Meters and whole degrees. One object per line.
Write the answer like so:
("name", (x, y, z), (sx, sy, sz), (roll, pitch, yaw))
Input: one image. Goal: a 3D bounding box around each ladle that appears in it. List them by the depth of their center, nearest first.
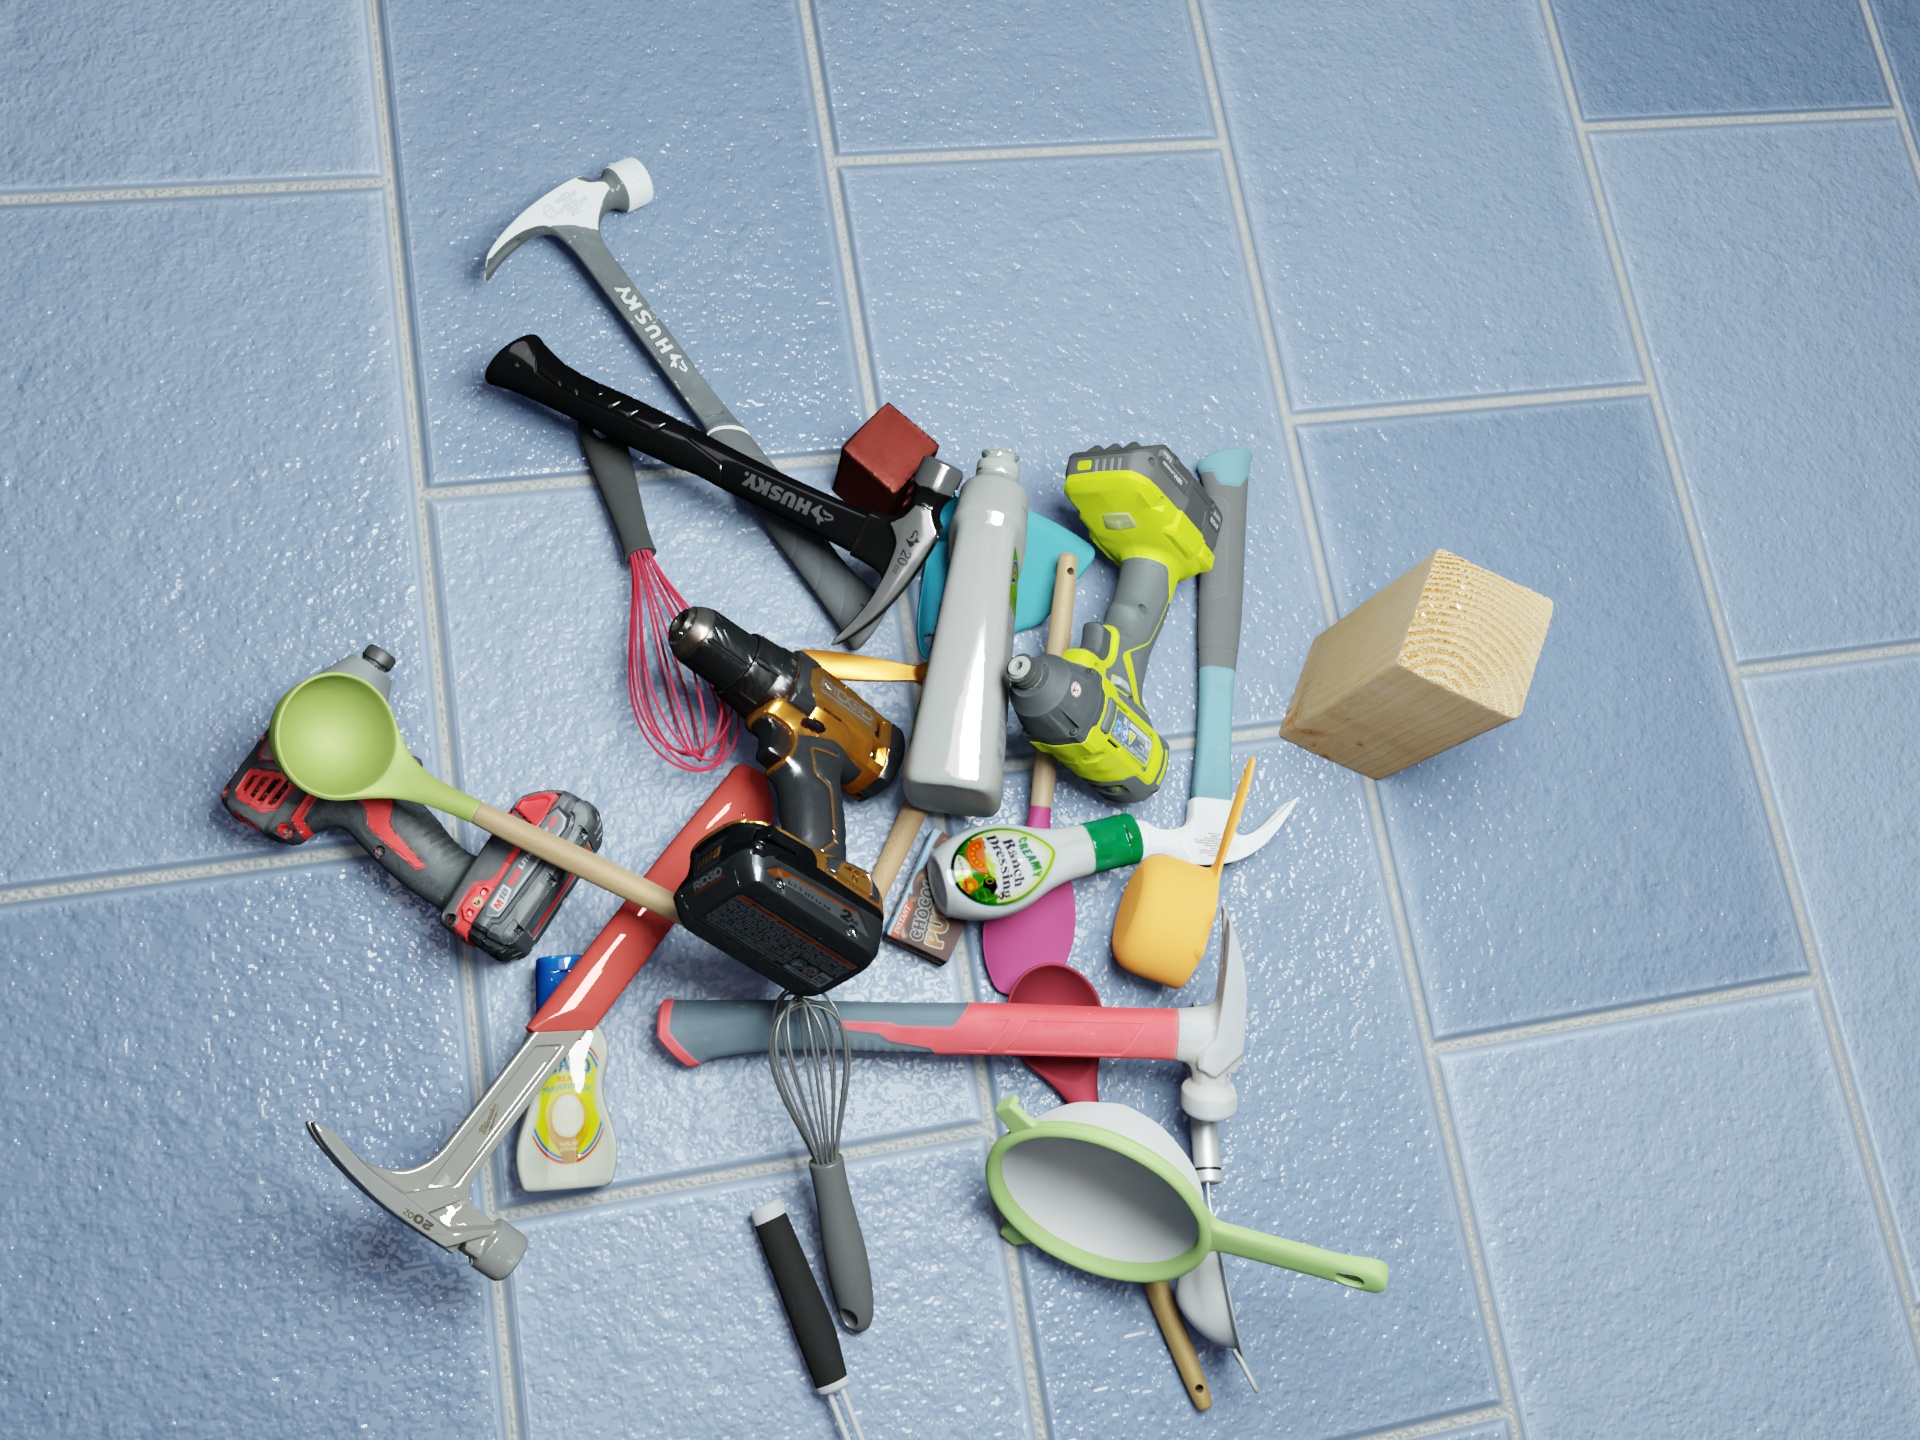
("ladle", (-0.276, 0.065, 0.986), (0.320, 0.062, 0.078), (26, 64, -2))
("ladle", (0.108, 0.317, 1.091), (0.069, 0.031, 0.315), (-21, 82, -6))

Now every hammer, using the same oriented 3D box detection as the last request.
("hammer", (-0.240, 0.161, 1.016), (0.149, 0.037, 0.359), (45, 59, -17))
("hammer", (-0.006, 0.190, 1.053), (0.386, 0.038, 0.143), (2, 104, 0))
("hammer", (-0.177, -0.176, 1.107), (0.335, 0.035, 0.146), (26, 95, 2))
("hammer", (-0.185, -0.223, 1.161), (0.149, 0.036, 0.409), (-34, 86, -26))
("hammer", (0.192, -0.051, 1.196), (0.128, 0.033, 0.331), (7, 75, -8))

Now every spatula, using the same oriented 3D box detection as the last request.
("spatula", (-0.002, -0.004, 1.142), (0.082, 0.044, 0.318), (27, 74, -8))

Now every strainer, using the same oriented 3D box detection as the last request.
("strainer", (0.146, 0.300, 1.015), (0.256, 0.151, 0.069), (11, 41, 17))
("strainer", (0.167, 0.320, 1.086), (0.050, 0.086, 0.259), (-4, 65, 7))

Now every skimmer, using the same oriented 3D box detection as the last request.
("skimmer", (-0.067, 0.480, 0.983), (0.127, 0.090, 0.363), (-27, 78, 16))

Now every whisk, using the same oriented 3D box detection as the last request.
("whisk", (-0.083, 0.284, 1.023), (0.055, 0.055, 0.239), (-12, 100, -13))
("whisk", (-0.221, -0.100, 1.121), (0.073, 0.073, 0.296), (-16, 73, -14))

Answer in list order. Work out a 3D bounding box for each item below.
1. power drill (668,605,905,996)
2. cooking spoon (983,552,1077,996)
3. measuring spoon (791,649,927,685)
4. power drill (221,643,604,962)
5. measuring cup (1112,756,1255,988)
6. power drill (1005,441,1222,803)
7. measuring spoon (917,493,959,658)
("power drill", (-0.121, 0.040, 1.019), (0.185, 0.084, 0.226), (38, 35, -29))
("cooking spoon", (0.060, 0.037, 1.137), (0.068, 0.017, 0.319), (9, 84, -17))
("measuring spoon", (-0.071, -0.039, 1.155), (0.117, 0.011, 0.021), (6, 75, -9))
("power drill", (-0.354, 0.052, 1.049), (0.219, 0.078, 0.143), (30, 72, 1))
("measuring cup", (0.153, 0.099, 1.100), (0.052, 0.095, 0.173), (17, 103, -3))
("power drill", (0.105, -0.075, 1.112), (0.171, 0.080, 0.223), (38, 61, -47))
("measuring spoon", (-0.020, -0.108, 1.183), (0.042, 0.021, 0.129), (6, 84, -10))
